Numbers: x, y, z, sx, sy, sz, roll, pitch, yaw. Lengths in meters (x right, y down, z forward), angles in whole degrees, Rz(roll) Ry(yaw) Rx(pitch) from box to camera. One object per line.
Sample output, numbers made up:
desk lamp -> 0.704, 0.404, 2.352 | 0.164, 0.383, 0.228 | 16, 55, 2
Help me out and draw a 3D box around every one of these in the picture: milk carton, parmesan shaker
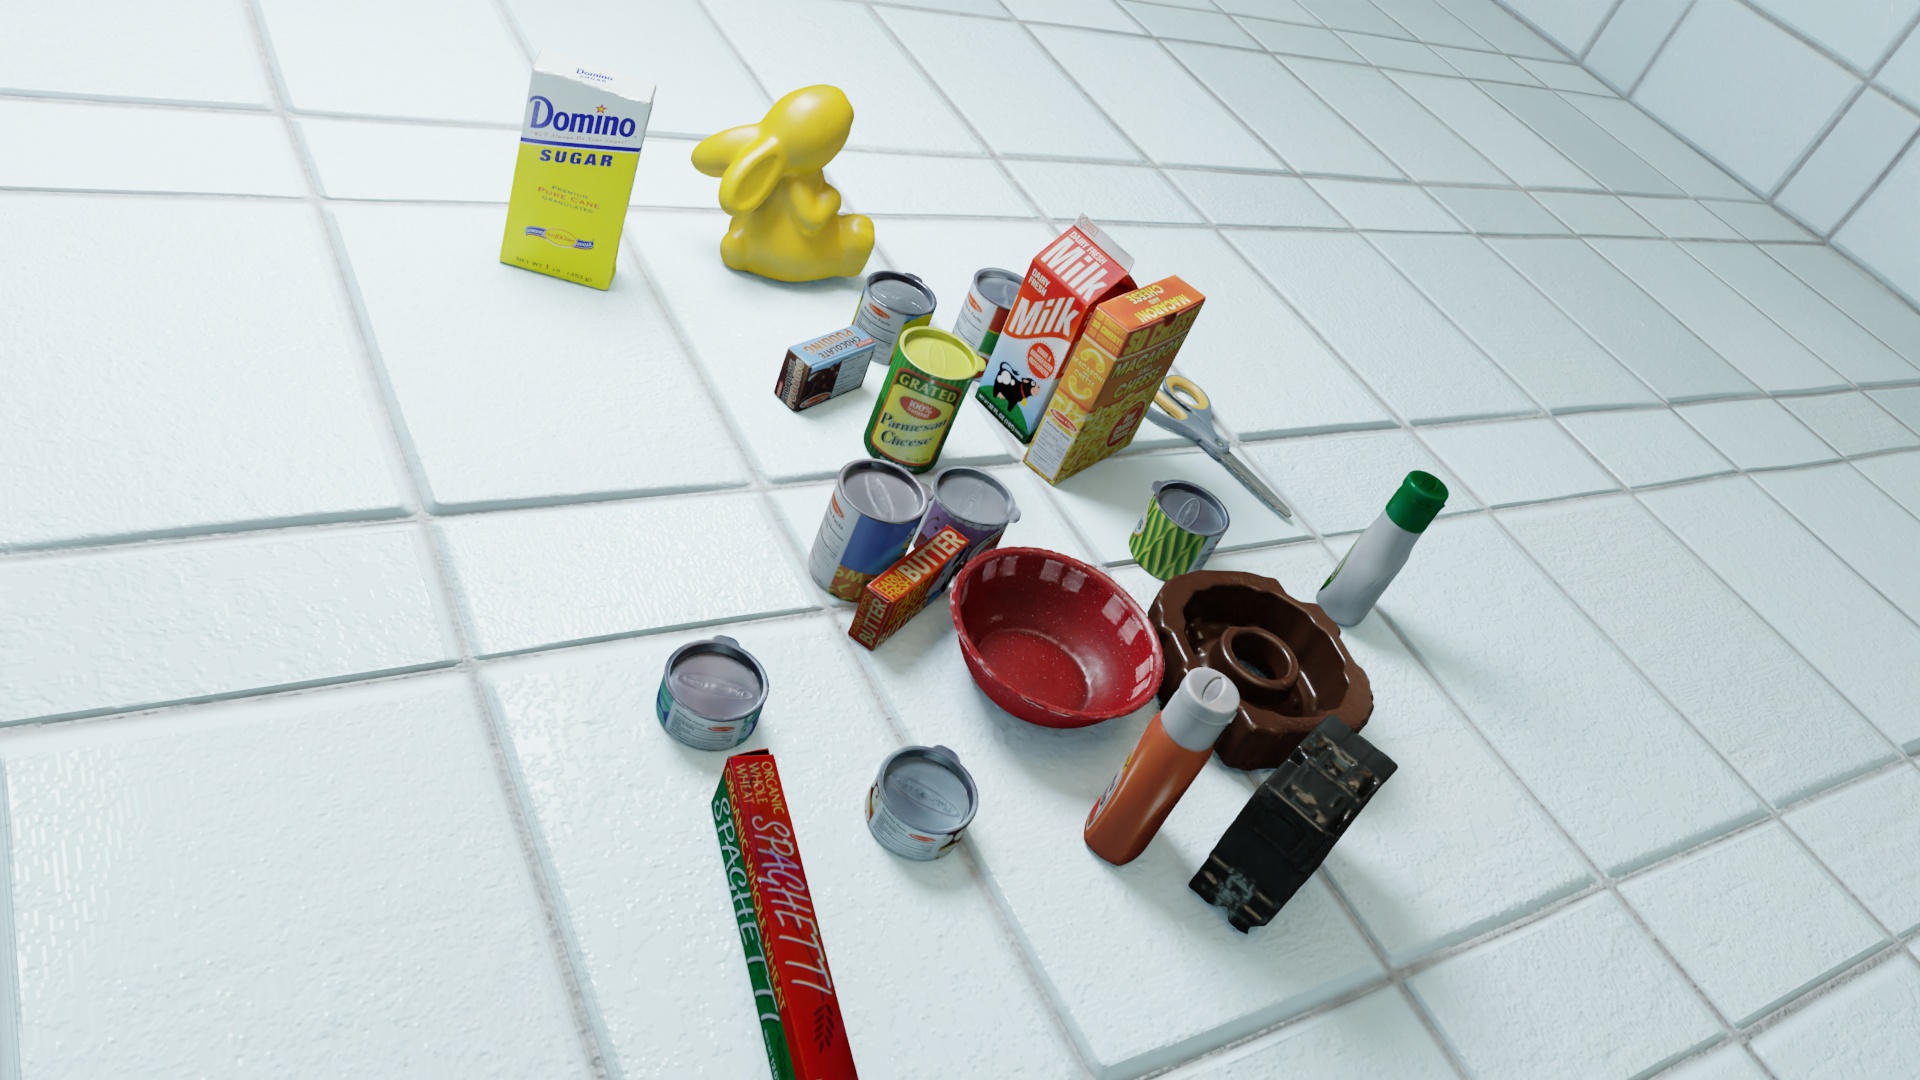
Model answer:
milk carton -> 0.089, -0.181, 1.189 | 0.074, 0.189, 0.072 | -18, 56, -41
parmesan shaker -> -0.030, -0.110, 1.116 | 0.071, 0.102, 0.072 | 15, 40, -13

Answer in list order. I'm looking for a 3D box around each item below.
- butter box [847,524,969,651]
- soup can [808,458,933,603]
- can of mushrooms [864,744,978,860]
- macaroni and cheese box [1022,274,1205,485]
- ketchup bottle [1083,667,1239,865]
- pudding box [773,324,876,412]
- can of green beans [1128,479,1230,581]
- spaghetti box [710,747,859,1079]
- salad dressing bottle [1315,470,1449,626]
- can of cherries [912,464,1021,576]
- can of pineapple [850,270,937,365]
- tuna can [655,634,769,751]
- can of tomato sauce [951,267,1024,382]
butter box -> -0.036, 0.033, 0.990 | 0.024, 0.052, 0.104 | 36, 40, 14
soup can -> -0.065, -0.006, 0.995 | 0.071, 0.083, 0.072 | 15, 40, -13
can of mushrooms -> -0.024, 0.162, 0.867 | 0.071, 0.033, 0.071 | 15, 40, -13
macaroni and cheese box -> 0.131, -0.136, 1.178 | 0.040, 0.165, 0.124 | 41, 41, 19
ketchup bottle -> 0.129, 0.142, 0.879 | 0.043, 0.148, 0.065 | 34, 40, 11
pudding box -> -0.112, -0.144, 1.153 | 0.030, 0.049, 0.084 | 41, 41, 18
can of green beans -> 0.179, -0.007, 1.145 | 0.071, 0.057, 0.071 | 15, 40, -13
spaghetti box -> -0.093, 0.226, 0.745 | 0.029, 0.050, 0.251 | 1, 44, -27
salad dressing bottle -> 0.348, 0.007, 1.146 | 0.044, 0.146, 0.064 | 42, 42, 20
can of cherries -> 0.004, -0.013, 1.059 | 0.071, 0.058, 0.072 | 15, 40, -13
can of pineapple -> -0.060, -0.198, 1.235 | 0.071, 0.057, 0.071 | 15, 40, -13
tuna can -> -0.156, 0.095, 0.874 | 0.071, 0.032, 0.071 | 15, 40, -13
can of tomato sauce -> 0.031, -0.194, 1.257 | 0.071, 0.082, 0.071 | 15, 40, -13
